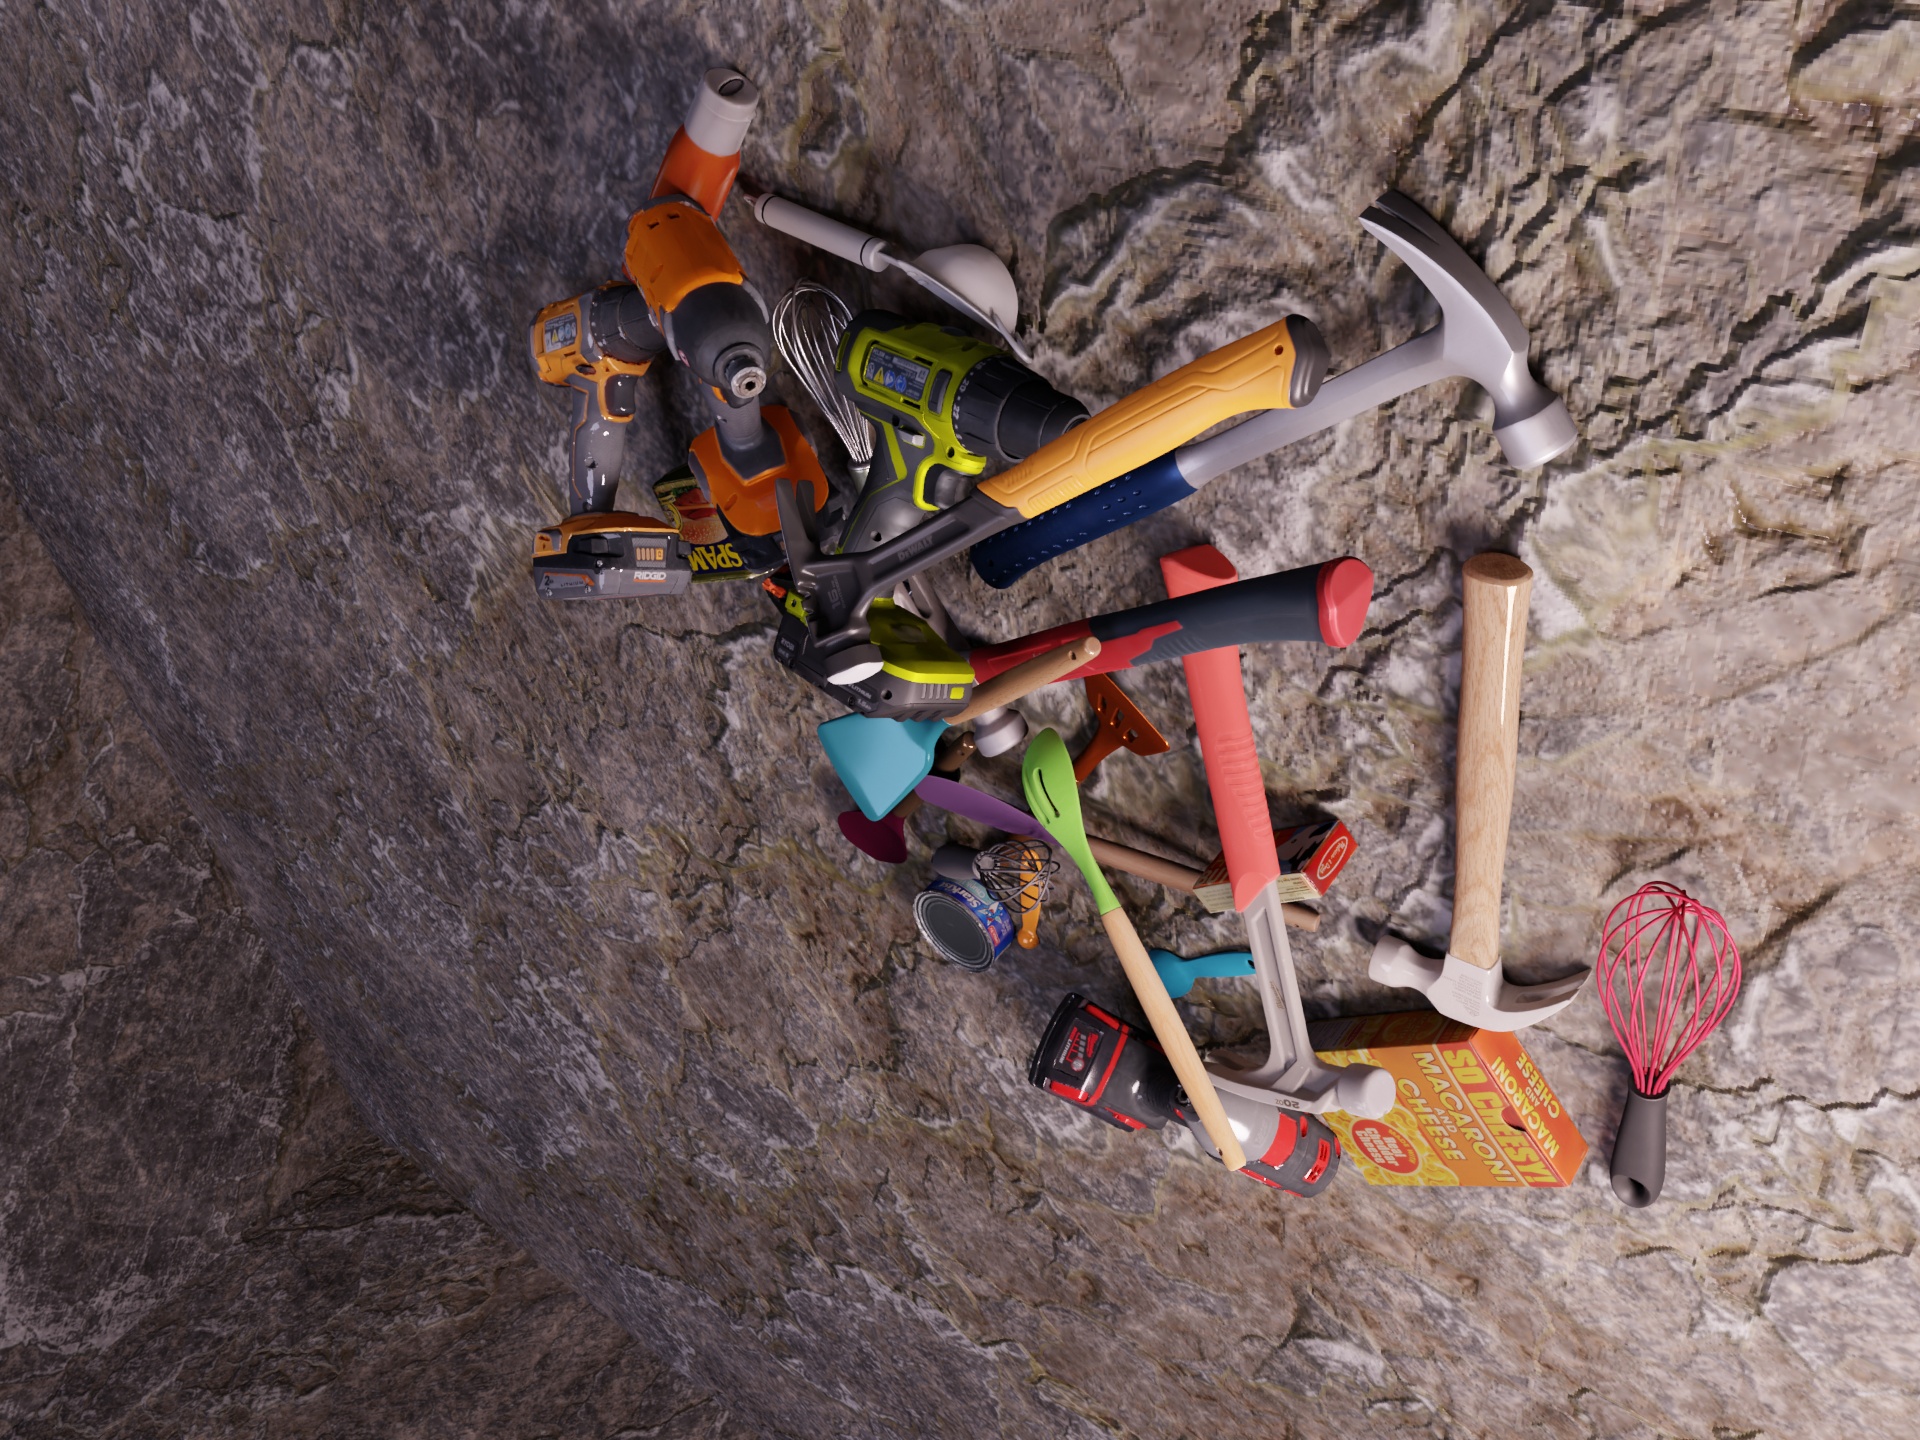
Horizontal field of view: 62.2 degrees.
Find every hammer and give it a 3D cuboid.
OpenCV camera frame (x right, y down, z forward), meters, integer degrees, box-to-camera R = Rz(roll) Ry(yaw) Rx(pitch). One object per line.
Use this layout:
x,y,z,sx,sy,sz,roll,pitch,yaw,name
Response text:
0.133,-0.150,0.888,0.405,0.035,0.144,-18,109,53,hammer
0.169,0.071,0.979,0.149,0.036,0.359,1,109,51,hammer
0.299,0.053,0.904,0.130,0.031,0.331,21,136,35,hammer
0.085,-0.060,0.936,0.143,0.038,0.386,59,151,-12,hammer
0.039,-0.134,0.852,0.337,0.034,0.127,-23,80,33,hammer

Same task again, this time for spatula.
0.100,0.091,1.124,0.316,0.018,0.059,18,156,23,spatula
0.068,0.052,1.145,0.081,0.041,0.322,48,147,9,spatula
-0.002,-0.003,1.041,0.082,0.044,0.317,60,150,-2,spatula

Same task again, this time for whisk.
-0.067,-0.182,1.068,0.058,0.059,0.246,-3,128,22,whisk
0.019,0.113,1.206,0.055,0.055,0.239,55,165,-9,whisk
0.399,0.198,0.916,0.073,0.073,0.295,21,143,34,whisk

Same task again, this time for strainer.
-0.044,-0.279,0.954,0.259,0.050,0.086,32,-174,31,strainer

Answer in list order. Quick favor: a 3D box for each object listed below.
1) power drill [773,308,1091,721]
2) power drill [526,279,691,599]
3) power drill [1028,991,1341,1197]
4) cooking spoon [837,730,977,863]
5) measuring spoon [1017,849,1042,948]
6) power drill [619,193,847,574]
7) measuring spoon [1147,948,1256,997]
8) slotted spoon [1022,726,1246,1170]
-0.019,-0.118,0.960,0.191,0.080,0.228,31,112,39,power drill
-0.245,-0.203,1.151,0.185,0.084,0.226,1,93,48,power drill
0.156,0.273,1.157,0.143,0.078,0.220,33,167,-32,power drill
-0.040,0.063,1.254,0.068,0.017,0.319,36,155,-4,cooking spoon
0.054,0.145,1.273,0.021,0.011,0.116,28,140,27,measuring spoon
-0.141,-0.200,1.018,0.226,0.084,0.164,75,168,-53,power drill
0.177,0.187,1.170,0.042,0.021,0.128,55,146,-10,measuring spoon
0.112,0.149,1.054,0.314,0.031,0.070,64,158,12,slotted spoon
